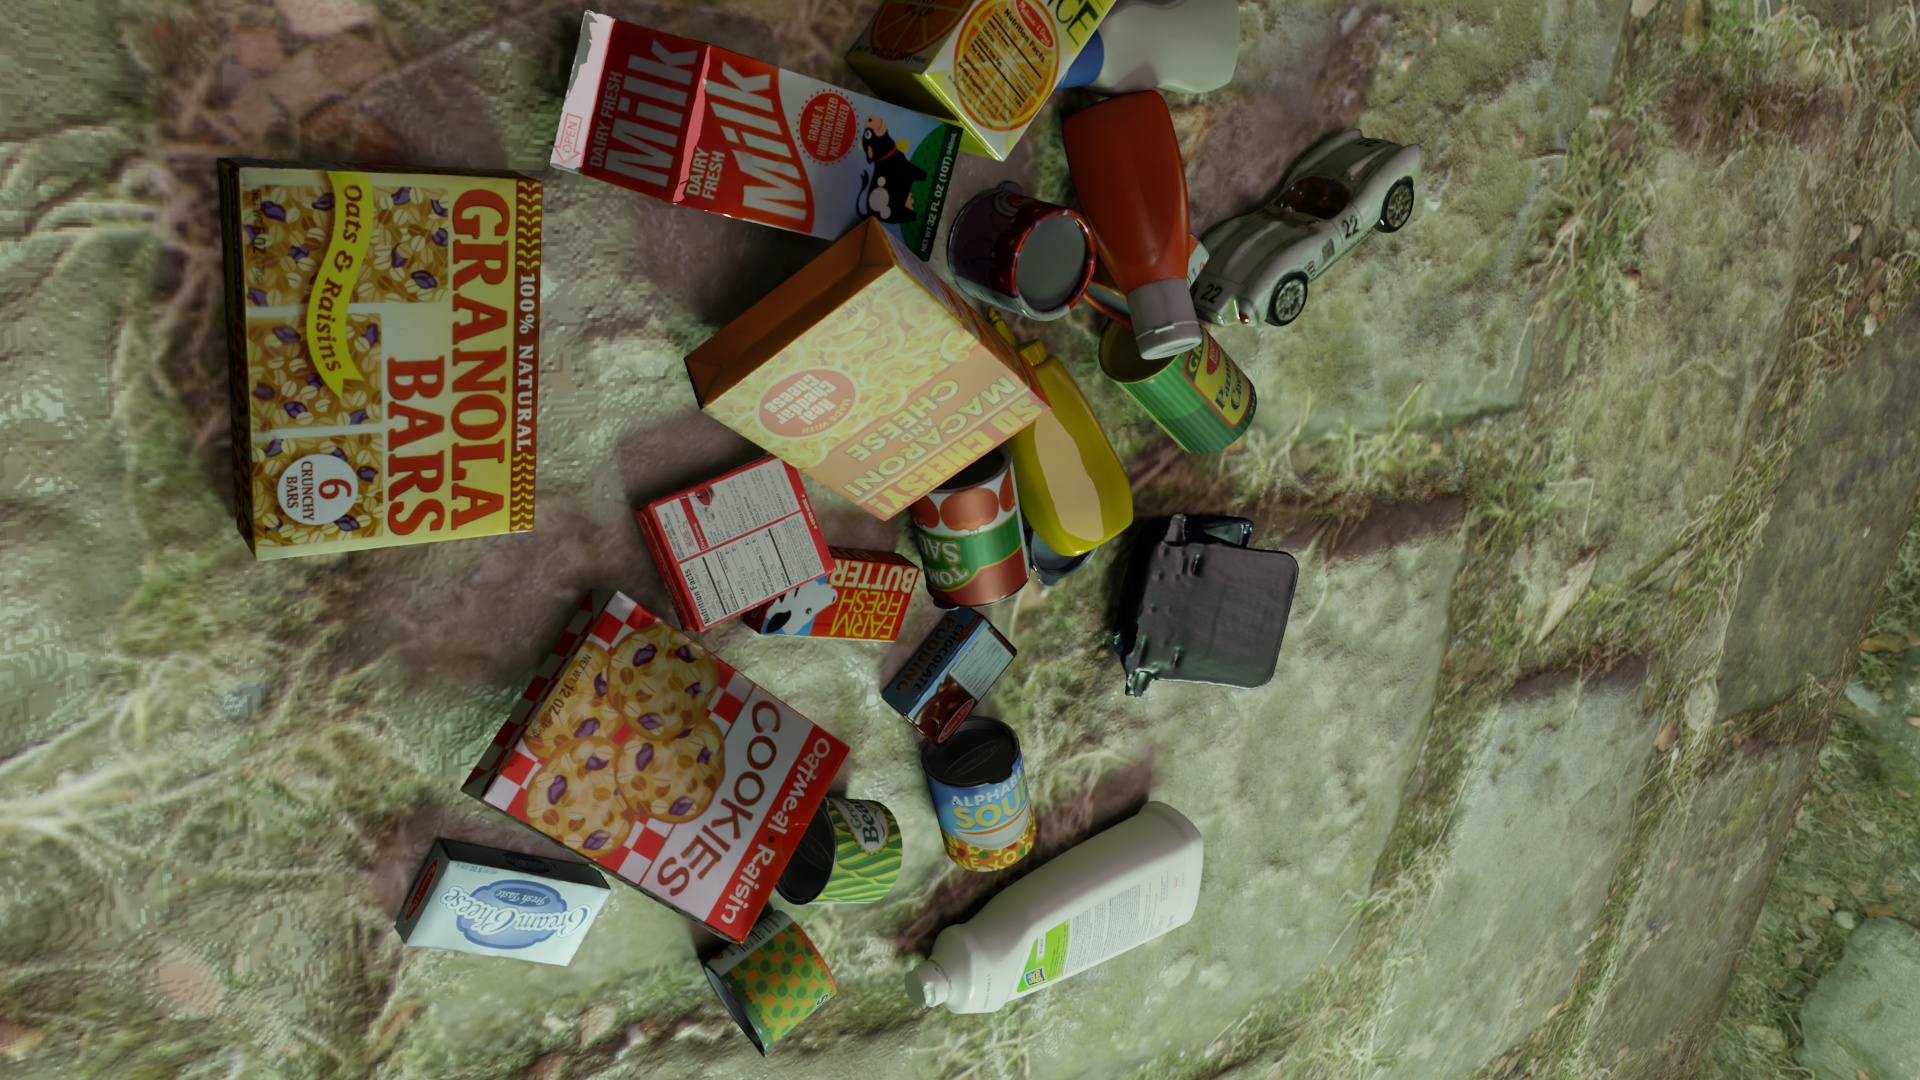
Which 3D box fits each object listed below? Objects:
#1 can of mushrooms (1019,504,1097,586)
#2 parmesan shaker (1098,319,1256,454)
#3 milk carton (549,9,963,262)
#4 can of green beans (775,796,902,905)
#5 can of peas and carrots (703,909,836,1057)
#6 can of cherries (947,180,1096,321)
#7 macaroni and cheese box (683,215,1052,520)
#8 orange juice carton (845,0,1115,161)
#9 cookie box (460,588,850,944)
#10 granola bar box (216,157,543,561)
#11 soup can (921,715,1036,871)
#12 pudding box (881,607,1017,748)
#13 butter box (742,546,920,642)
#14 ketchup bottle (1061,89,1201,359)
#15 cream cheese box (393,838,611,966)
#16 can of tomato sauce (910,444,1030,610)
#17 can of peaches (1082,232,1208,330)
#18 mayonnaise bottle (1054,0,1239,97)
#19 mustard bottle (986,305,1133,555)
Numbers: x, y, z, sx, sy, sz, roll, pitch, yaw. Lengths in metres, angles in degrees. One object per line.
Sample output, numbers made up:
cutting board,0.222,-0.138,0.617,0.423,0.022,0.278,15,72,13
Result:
can of mushrooms,0.060,-0.008,0.918,0.071,0.033,0.070,-19,122,-34
parmesan shaker,0.146,-0.111,0.921,0.103,0.071,0.071,35,86,-45
milk carton,-0.099,-0.191,0.665,0.191,0.073,0.072,5,107,-42
can of green beans,-0.079,0.195,0.874,0.058,0.071,0.071,14,101,-44
can of peas and carrots,-0.119,0.279,0.878,0.059,0.071,0.070,-34,129,-25
can of cherries,0.037,-0.168,0.803,0.072,0.058,0.071,-19,122,-33
macaroni and cheese box,-0.043,-0.084,0.736,0.123,0.040,0.166,-33,147,16
orange juice carton,0.034,-0.301,0.727,0.073,0.072,0.193,38,84,-44
cookie box,-0.155,0.121,0.740,0.167,0.040,0.123,40,67,-27
granola bar box,-0.252,-0.081,0.612,0.124,0.039,0.164,-8,115,-37
soup can,0.015,0.174,0.940,0.071,0.071,0.083,-31,128,-26
pudding box,-0.007,0.088,0.909,0.084,0.030,0.049,-51,135,-9
butter box,-0.076,0.031,0.827,0.103,0.024,0.053,7,106,-42
ketchup bottle,0.105,-0.181,0.806,0.043,0.064,0.149,11,66,-74
cream cheese box,-0.249,0.199,0.759,0.104,0.024,0.053,26,93,-44
can of tomato sauce,0.003,-0.011,0.845,0.071,0.071,0.082,-29,126,-27
can of peaches,0.109,-0.169,0.862,0.071,0.071,0.058,33,88,-45
mayonnaise bottle,0.099,-0.289,0.812,0.149,0.041,0.064,-19,120,-32
mustard bottle,0.051,-0.071,0.852,0.065,0.049,0.160,-29,103,-18
